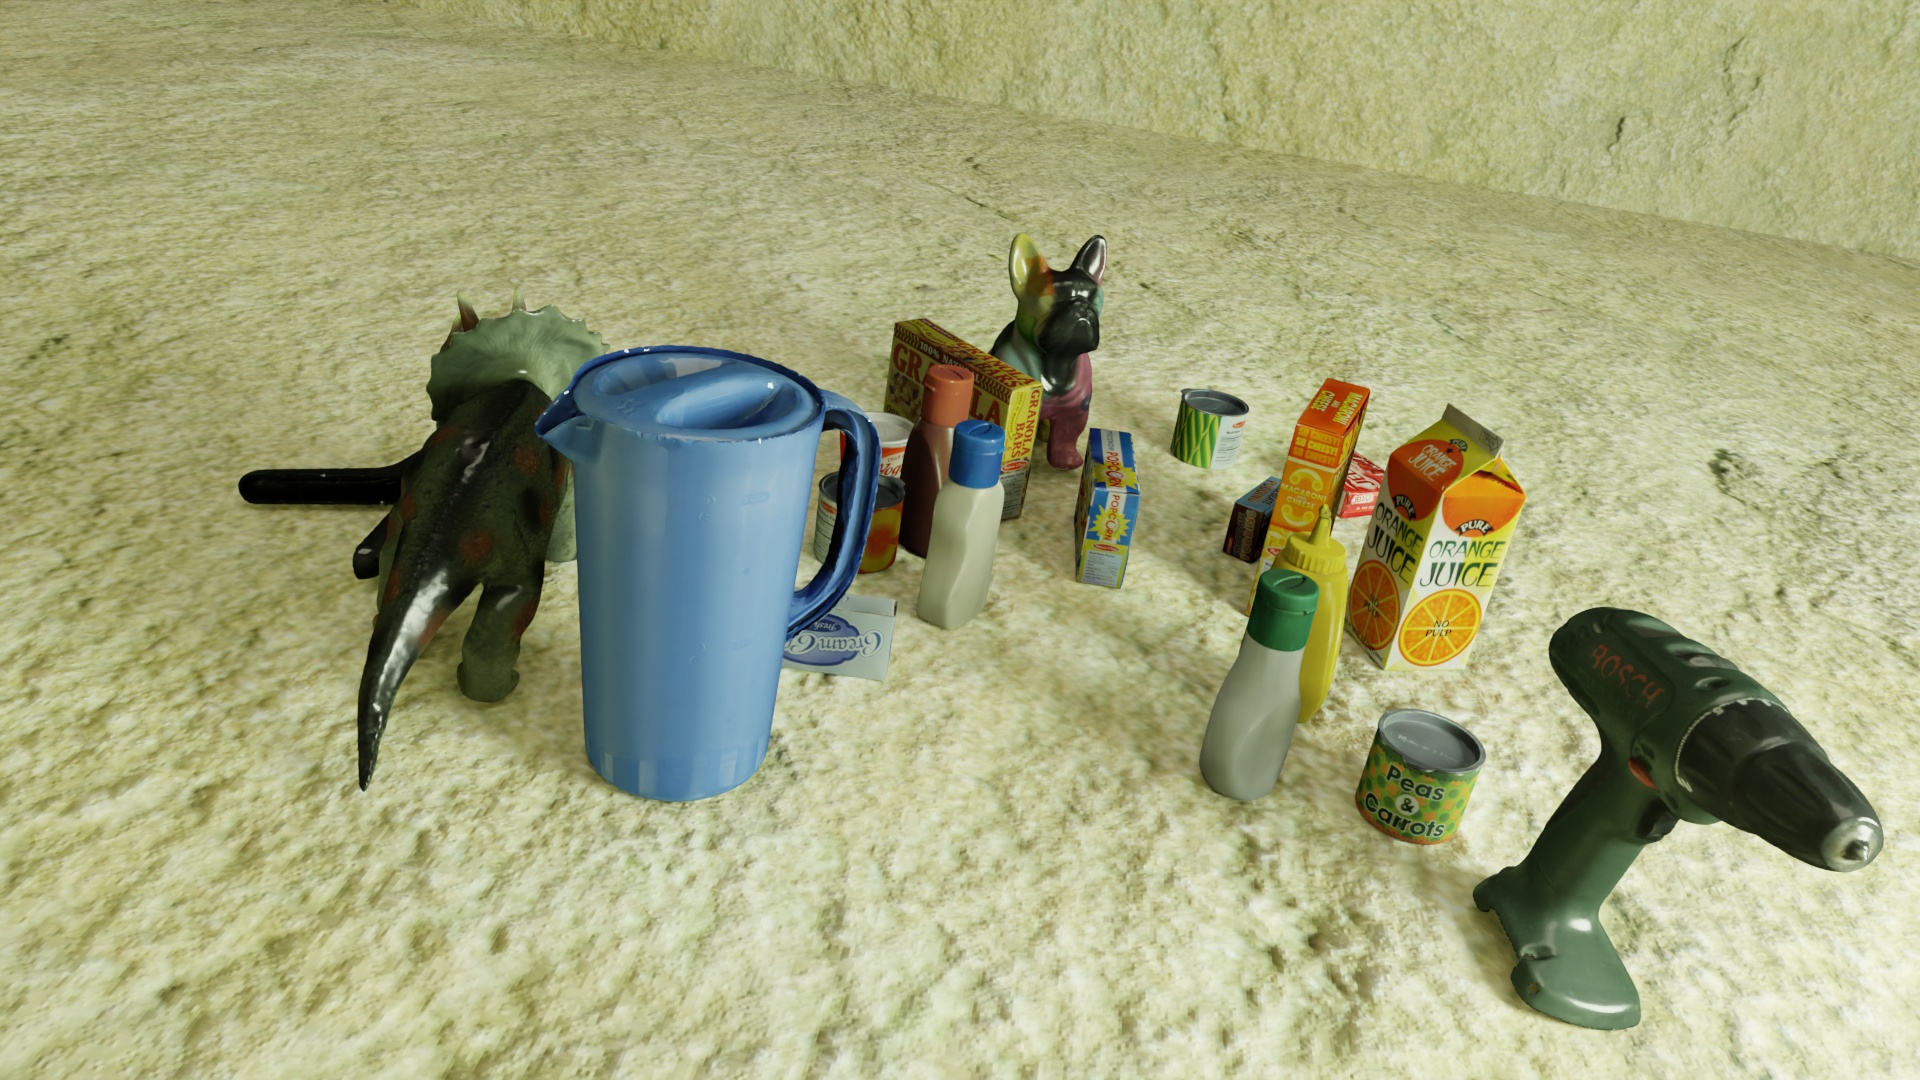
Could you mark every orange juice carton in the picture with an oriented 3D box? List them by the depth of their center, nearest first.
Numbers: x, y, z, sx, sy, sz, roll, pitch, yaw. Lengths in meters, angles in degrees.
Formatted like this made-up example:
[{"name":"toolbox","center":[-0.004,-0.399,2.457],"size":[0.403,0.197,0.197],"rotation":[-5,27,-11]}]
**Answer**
[{"name":"orange juice carton","center":[0.353,-0.002,1.031],"size":[0.073,0.191,0.072],"rotation":[0,28,-17]}]

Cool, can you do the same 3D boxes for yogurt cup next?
[{"name":"yogurt cup","center":[-0.073,-0.074,1.192],"size":[0.072,0.053,0.073],"rotation":[7,27,-4]}]

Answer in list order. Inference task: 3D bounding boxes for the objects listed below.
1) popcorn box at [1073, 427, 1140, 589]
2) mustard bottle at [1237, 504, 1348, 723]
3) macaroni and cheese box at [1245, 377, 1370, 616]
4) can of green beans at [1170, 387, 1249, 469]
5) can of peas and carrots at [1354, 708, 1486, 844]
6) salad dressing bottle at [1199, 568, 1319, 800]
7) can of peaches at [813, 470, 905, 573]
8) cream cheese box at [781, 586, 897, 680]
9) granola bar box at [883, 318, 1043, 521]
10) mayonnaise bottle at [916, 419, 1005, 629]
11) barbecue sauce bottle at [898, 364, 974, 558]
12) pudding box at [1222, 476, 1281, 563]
[{"name":"popcorn box","center":[0.118,-0.029,1.129],"size":[0.038,0.084,0.127],"rotation":[9,27,-1]},{"name":"mustard bottle","center":[0.230,0.046,0.937],"size":[0.065,0.159,0.049],"rotation":[13,27,9]},{"name":"macaroni and cheese box","center":[0.275,-0.031,1.092],"size":[0.040,0.165,0.124],"rotation":[18,28,18]},{"name":"can of green beans","center":[0.241,-0.108,1.349],"size":[0.071,0.057,0.071],"rotation":[7,27,-4]},{"name":"can of peas and carrots","center":[0.286,0.148,0.867],"size":[0.071,0.058,0.071],"rotation":[7,27,-4]},{"name":"salad dressing bottle","center":[0.186,0.089,0.854],"size":[0.064,0.147,0.044],"rotation":[-14,35,-38]},{"name":"can of peaches","center":[-0.077,-0.015,1.073],"size":[0.071,0.057,0.071],"rotation":[7,27,-4]},{"name":"cream cheese box","center":[-0.096,0.060,0.926],"size":[0.104,0.053,0.024],"rotation":[7,27,-3]},{"name":"granola bar box","center":[-0.002,-0.106,1.198],"size":[0.039,0.123,0.166],"rotation":[-13,34,-36]},{"name":"mayonnaise bottle","center":[0.004,-0.012,0.994],"size":[0.041,0.147,0.065],"rotation":[22,29,23]},{"name":"barbecue sauce bottle","center":[-0.018,-0.062,1.083],"size":[0.044,0.147,0.065],"rotation":[-12,33,-35]},{"name":"pudding box","center":[0.259,-0.019,1.191],"size":[0.030,0.049,0.084],"rotation":[23,30,26]}]
